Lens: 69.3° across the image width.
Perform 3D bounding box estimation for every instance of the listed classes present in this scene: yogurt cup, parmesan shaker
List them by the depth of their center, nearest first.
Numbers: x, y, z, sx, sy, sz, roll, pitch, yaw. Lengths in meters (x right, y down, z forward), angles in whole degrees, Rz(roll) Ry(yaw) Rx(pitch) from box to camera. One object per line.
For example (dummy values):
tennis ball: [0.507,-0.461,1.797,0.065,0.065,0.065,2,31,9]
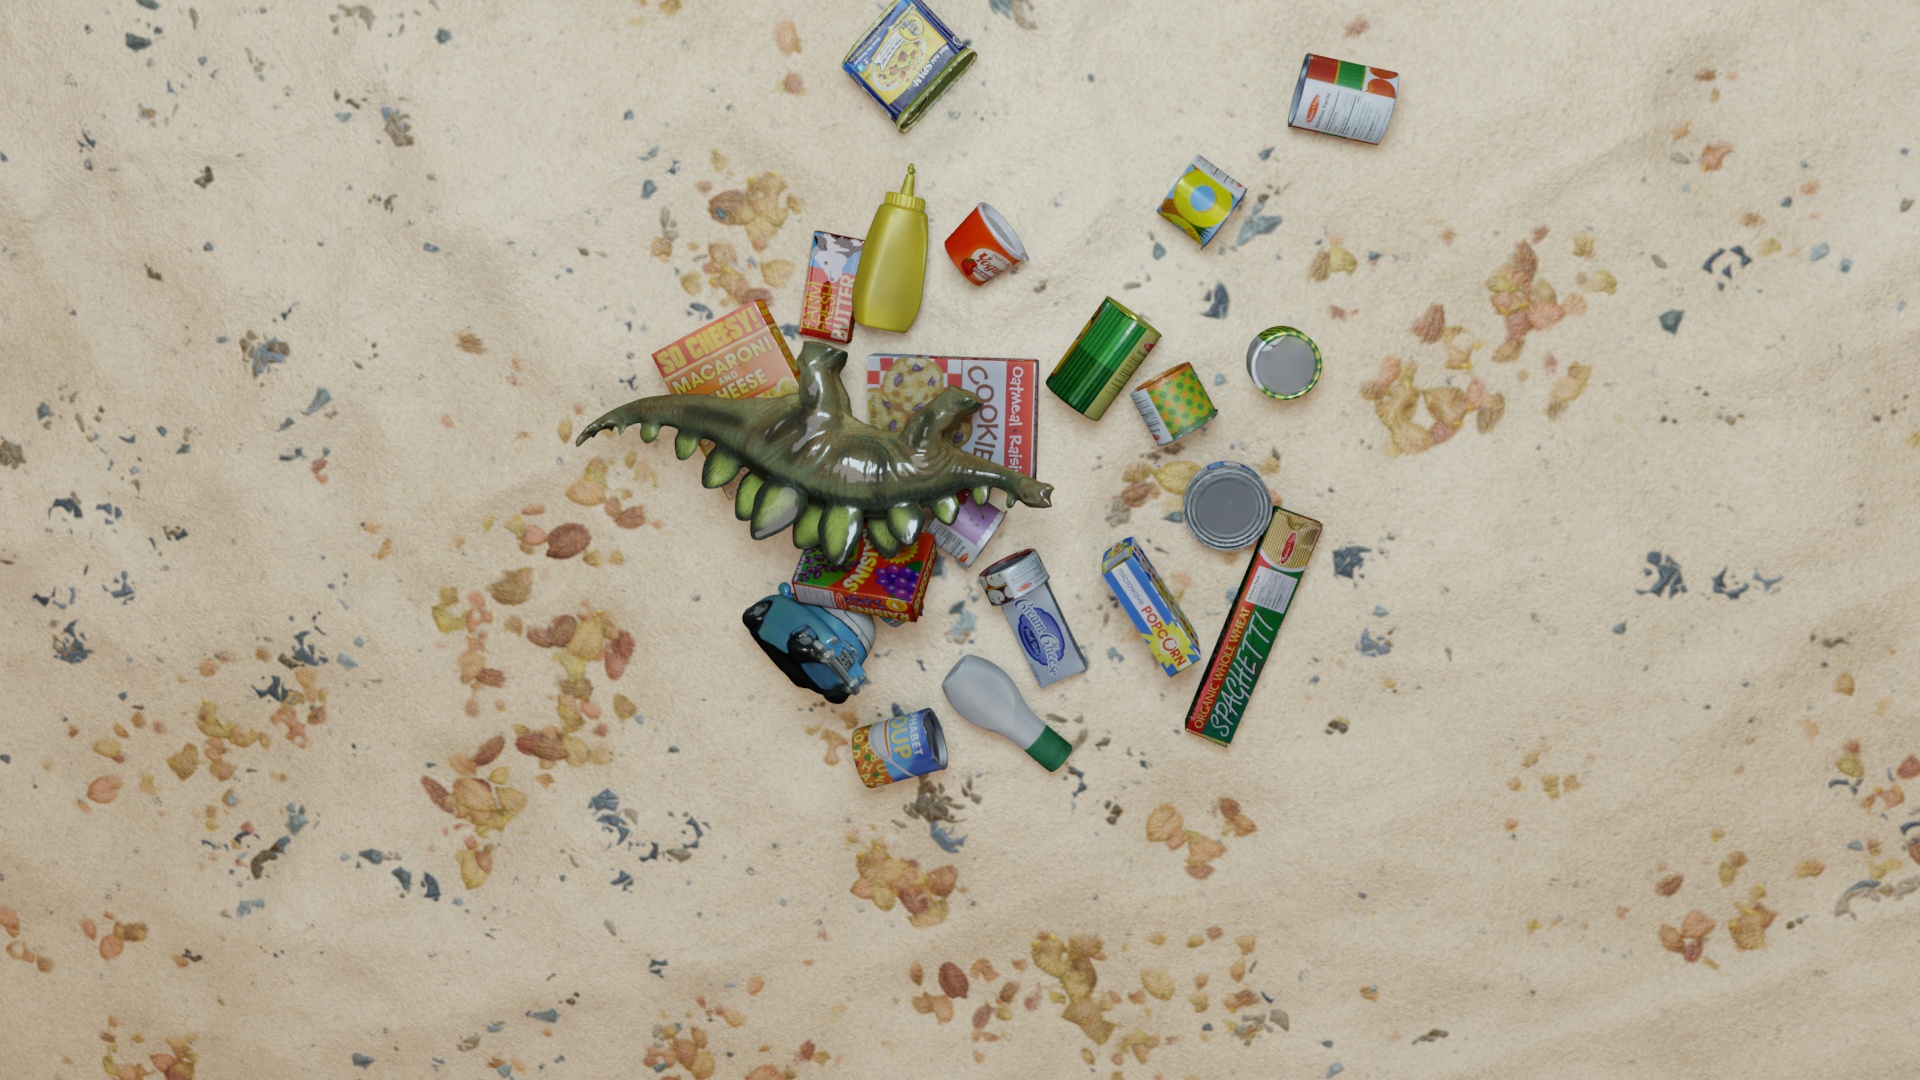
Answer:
yogurt cup: [0.022,-0.281,1.330,0.054,0.073,0.072,-36,96,21]
parmesan shaker: [0.136,-0.175,1.335,0.071,0.071,0.103,36,105,-2]

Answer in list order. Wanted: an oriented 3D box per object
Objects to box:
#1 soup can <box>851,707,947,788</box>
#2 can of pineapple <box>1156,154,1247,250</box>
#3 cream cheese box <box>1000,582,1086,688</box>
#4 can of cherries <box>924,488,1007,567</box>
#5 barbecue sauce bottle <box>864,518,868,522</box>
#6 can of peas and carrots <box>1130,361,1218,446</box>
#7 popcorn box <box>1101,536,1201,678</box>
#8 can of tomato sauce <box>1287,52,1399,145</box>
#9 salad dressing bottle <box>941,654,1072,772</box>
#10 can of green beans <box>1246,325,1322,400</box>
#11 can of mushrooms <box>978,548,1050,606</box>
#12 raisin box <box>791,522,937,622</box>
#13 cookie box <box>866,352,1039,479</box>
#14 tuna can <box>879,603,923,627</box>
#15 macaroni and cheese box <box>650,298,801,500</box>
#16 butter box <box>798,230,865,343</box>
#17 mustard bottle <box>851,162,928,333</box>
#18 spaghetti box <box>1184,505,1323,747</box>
soup can: [-0.064,0.215,1.446,0.084,0.071,0.071,-17,100,11]
can of pineapple: [0.223,-0.316,1.296,0.058,0.071,0.071,36,104,-2]
cream cheese box: [0.084,0.094,1.425,0.053,0.024,0.103,-25,99,10]
can of cherries: [0.005,-0.017,1.390,0.058,0.072,0.071,34,104,-1]
barbecue sauce bottle: [-0.117,-0.040,1.402,0.148,0.065,0.043,4,87,15]
can of peas and carrots: [0.207,-0.133,1.339,0.071,0.071,0.058,-29,98,12]
popcorn box: [0.188,0.064,1.374,0.038,0.085,0.126,-32,97,12]
can of tomato sauce: [0.348,-0.402,1.263,0.083,0.071,0.071,13,104,3]
salad dressing bottle: [0.049,0.181,1.439,0.147,0.044,0.064,41,102,-4]
can of green beans: [0.308,-0.169,1.322,0.071,0.058,0.071,1,103,6]
can of mushrooms: [0.052,0.037,1.396,0.071,0.071,0.033,-25,99,12]
raisin box: [-0.093,0.027,1.363,0.123,0.086,0.040,9,145,12]
cookie box: [-0.007,-0.121,1.380,0.167,0.040,0.122,3,102,7]
tuna can: [-0.069,0.055,1.412,0.033,0.071,0.071,-35,97,15]
macaroni and cheese box: [-0.217,-0.142,1.400,0.123,0.040,0.166,-25,99,11]
butter box: [-0.126,-0.250,1.373,0.053,0.024,0.103,12,103,5]
mustard bottle: [-0.061,-0.284,1.342,0.065,0.049,0.160,7,102,-28]
spaghetti box: [0.292,0.087,1.396,0.050,0.029,0.249,20,104,2]
